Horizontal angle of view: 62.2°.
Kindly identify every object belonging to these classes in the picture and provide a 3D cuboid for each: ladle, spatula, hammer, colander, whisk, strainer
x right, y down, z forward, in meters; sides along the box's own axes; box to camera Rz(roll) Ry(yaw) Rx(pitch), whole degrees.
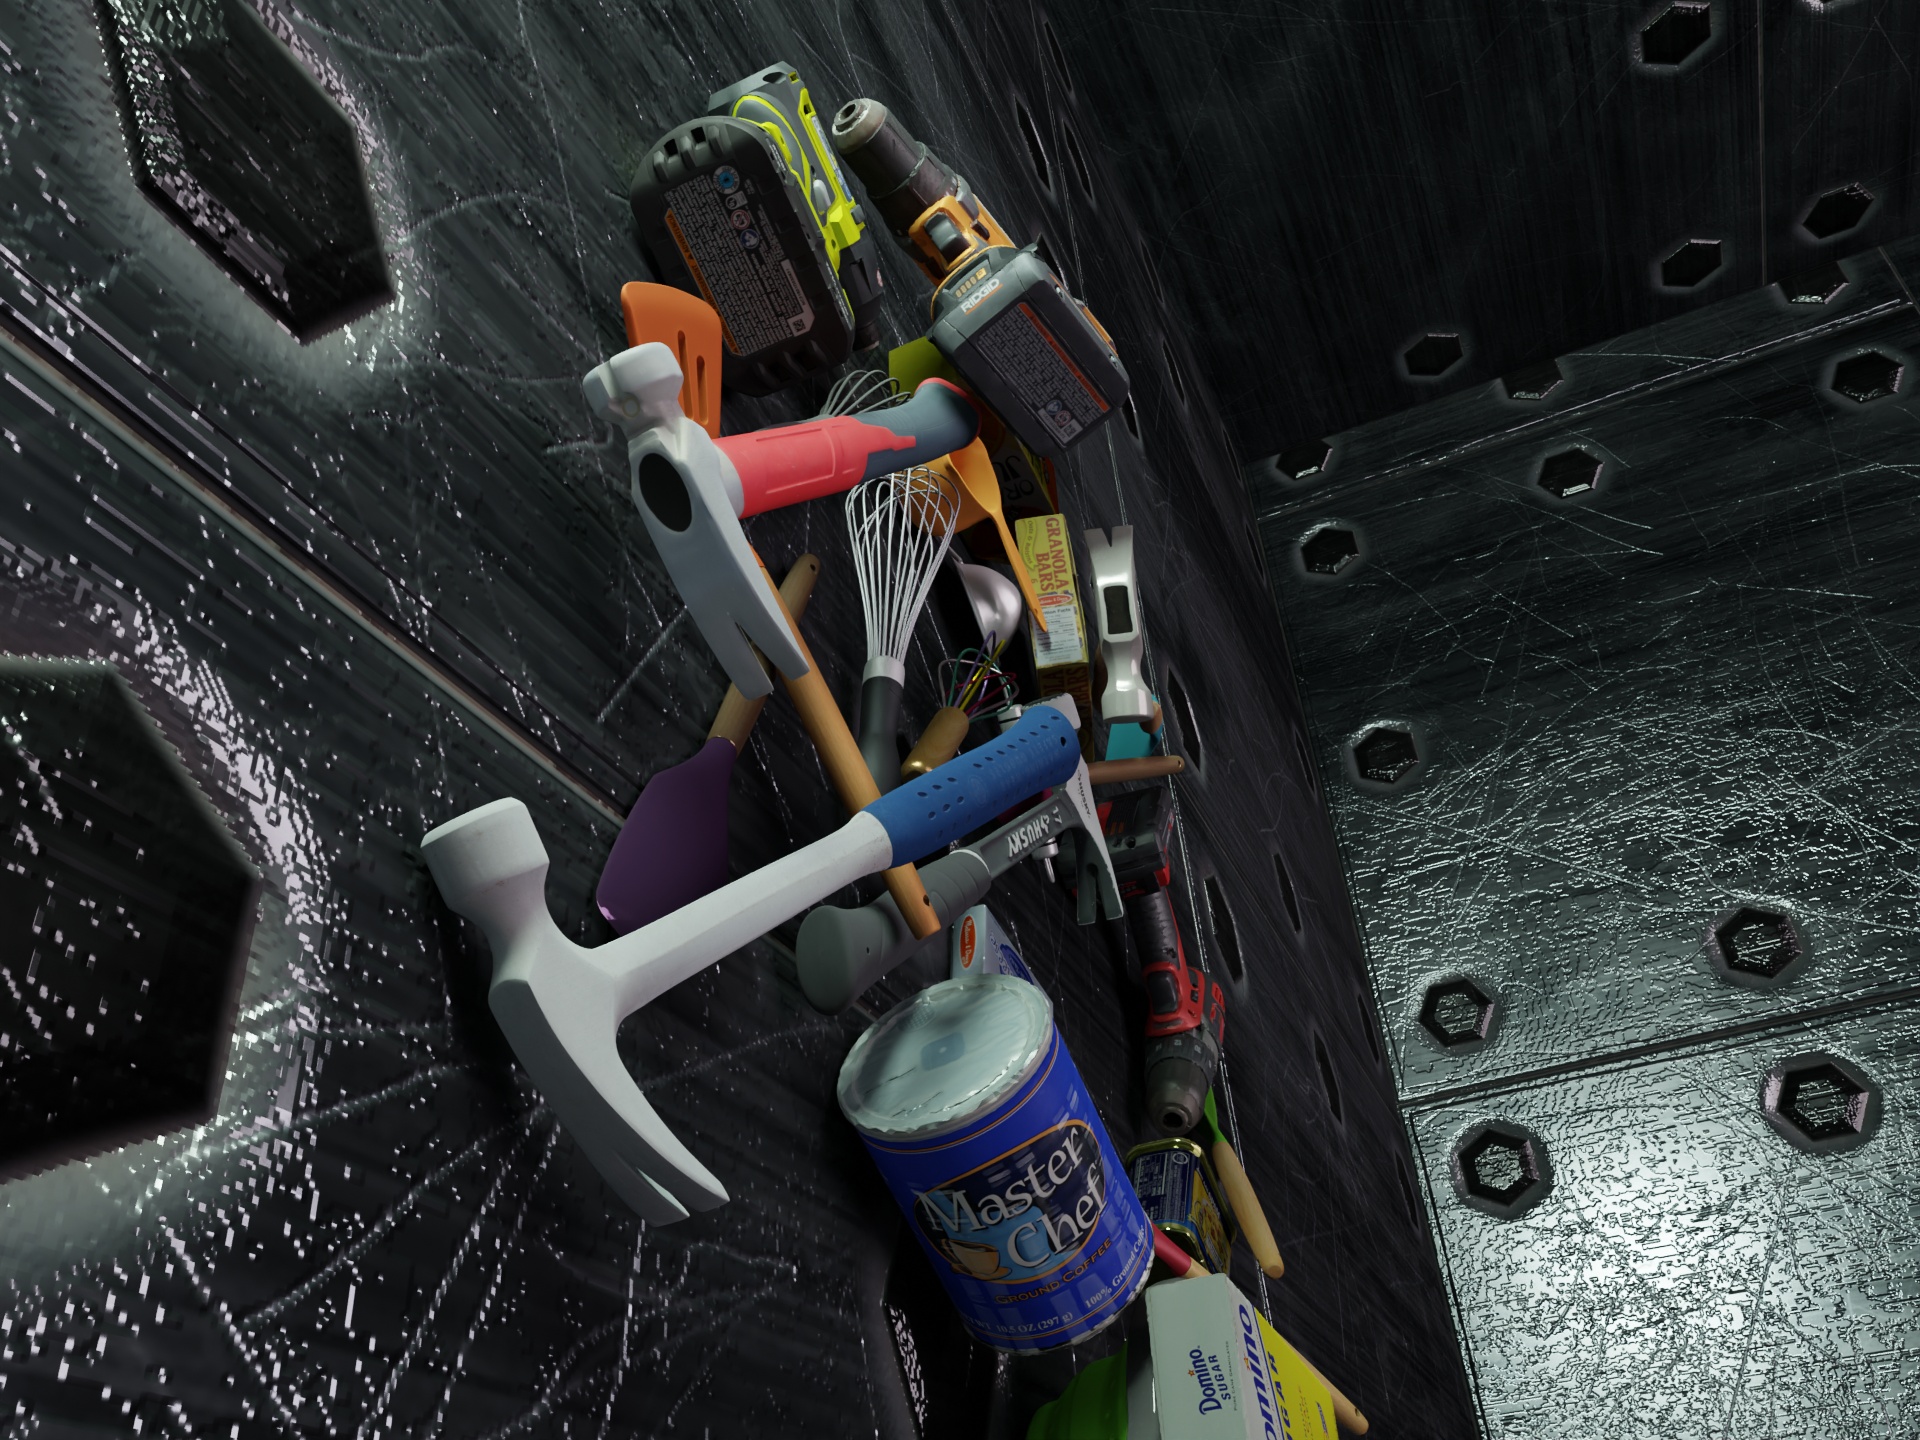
[{"bbox_3d":[0.156,0.355,0.994,0.315,0.031,0.069,45,31,-16],"label":"ladle"},{"bbox_3d":[-0.099,0.002,0.709,0.059,0.018,0.316,56,23,-24],"label":"spatula"},{"bbox_3d":[0.137,0.001,1.244,0.317,0.044,0.082,31,71,-83],"label":"spatula"},{"bbox_3d":[0.012,0.083,0.867,0.409,0.036,0.149,-23,97,-68],"label":"hammer"},{"bbox_3d":[0.058,0.358,0.718,0.396,0.094,0.205,45,32,-56],"label":"colander"},{"bbox_3d":[-0.040,0.058,0.653,0.405,0.035,0.144,-24,88,-61],"label":"hammer"},{"bbox_3d":[-0.079,-0.050,0.731,0.323,0.041,0.081,63,23,6],"label":"spatula"},{"bbox_3d":[-0.051,-0.120,0.792,0.143,0.038,0.386,64,21,-5],"label":"hammer"},{"bbox_3d":[-0.041,-0.048,0.888,0.070,0.070,0.285,56,28,-43],"label":"whisk"},{"bbox_3d":[-0.002,-0.001,0.959,0.051,0.047,0.245,63,18,-11],"label":"whisk"},{"bbox_3d":[0.105,-0.045,1.101,0.331,0.031,0.130,61,24,-82],"label":"hammer"},{"bbox_3d":[-0.078,-0.164,0.899,0.055,0.055,0.239,69,22,-11],"label":"whisk"},{"bbox_3d":[0.035,-0.013,1.111,0.087,0.050,0.258,8,68,-87],"label":"strainer"}]

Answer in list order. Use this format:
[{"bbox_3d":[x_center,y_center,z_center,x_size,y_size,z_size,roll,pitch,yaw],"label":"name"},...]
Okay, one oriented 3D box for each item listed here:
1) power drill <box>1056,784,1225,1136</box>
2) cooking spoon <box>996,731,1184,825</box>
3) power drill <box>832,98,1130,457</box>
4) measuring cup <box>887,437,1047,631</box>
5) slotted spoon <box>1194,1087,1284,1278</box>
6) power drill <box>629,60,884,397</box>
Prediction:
[{"bbox_3d":[0.144,0.182,1.201,0.188,0.080,0.226,-59,132,-67],"label":"power drill"},{"bbox_3d":[0.097,0.038,1.150,0.318,0.017,0.069,-2,85,-61],"label":"cooking spoon"},{"bbox_3d":[0.004,-0.282,0.986,0.185,0.084,0.226,42,16,-39],"label":"power drill"},{"bbox_3d":[0.002,-0.130,1.073,0.173,0.052,0.095,65,19,-9],"label":"measuring cup"},{"bbox_3d":[0.197,0.327,1.176,0.314,0.031,0.070,-100,169,-80],"label":"slotted spoon"},{"bbox_3d":[-0.097,-0.268,0.887,0.223,0.080,0.171,-79,146,-63],"label":"power drill"}]
